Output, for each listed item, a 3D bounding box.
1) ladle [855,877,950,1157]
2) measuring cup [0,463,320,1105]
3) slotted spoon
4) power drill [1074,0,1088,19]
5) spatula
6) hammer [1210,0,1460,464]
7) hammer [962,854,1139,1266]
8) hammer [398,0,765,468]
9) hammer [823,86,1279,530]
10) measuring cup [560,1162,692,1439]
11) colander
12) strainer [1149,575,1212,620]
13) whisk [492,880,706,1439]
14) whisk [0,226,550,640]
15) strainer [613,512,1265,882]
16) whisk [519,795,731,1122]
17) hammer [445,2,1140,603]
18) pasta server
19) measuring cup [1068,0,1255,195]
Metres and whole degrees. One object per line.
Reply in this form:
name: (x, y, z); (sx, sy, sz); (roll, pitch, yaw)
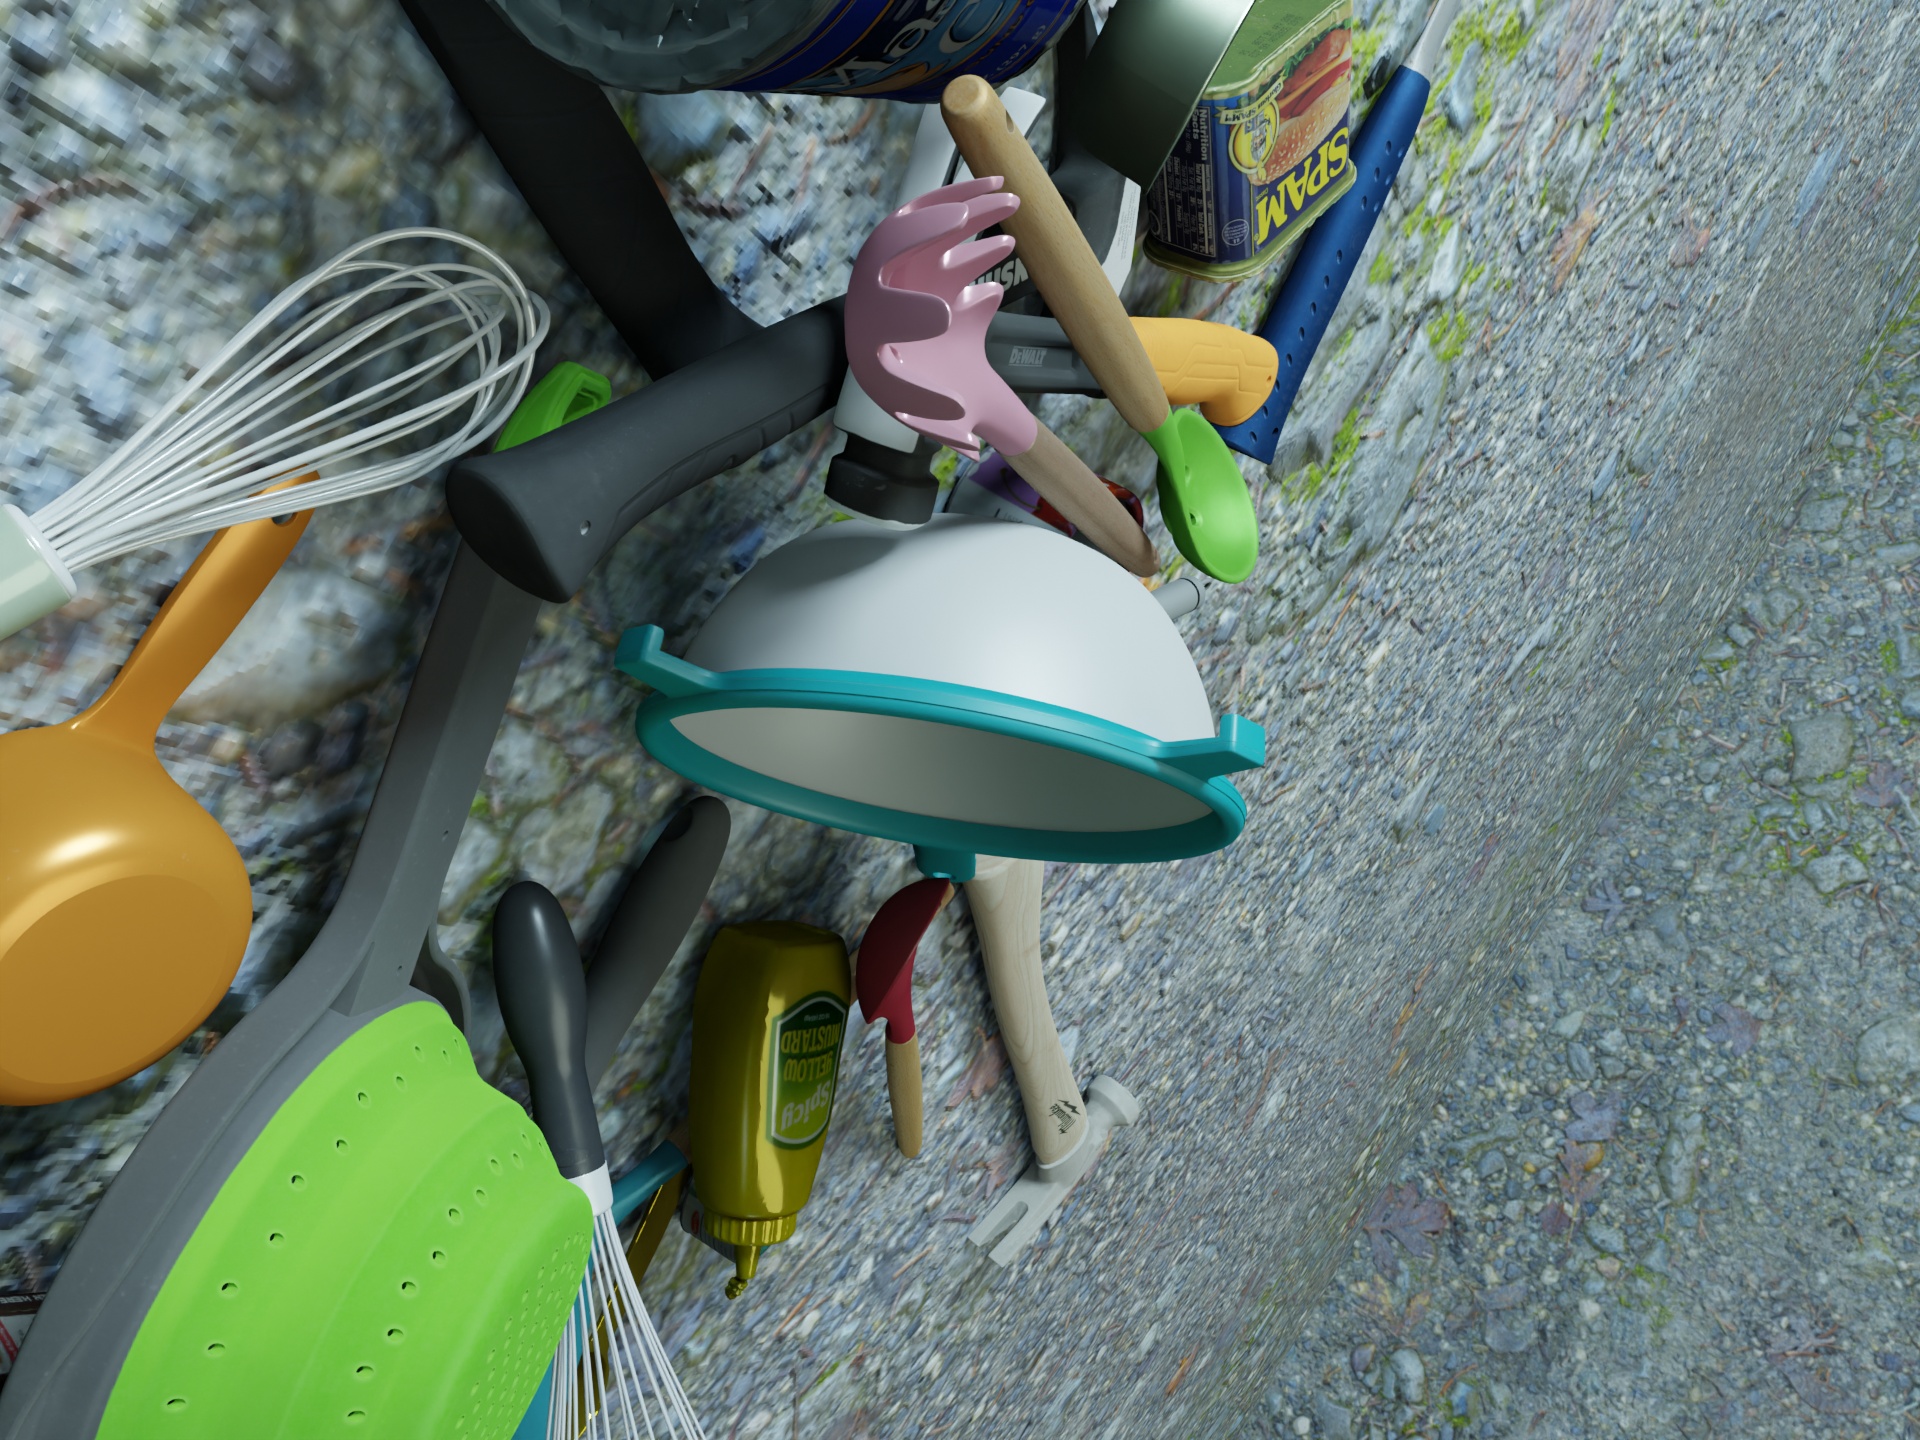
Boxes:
ladle: (-0.027, 0.161, 0.783); (0.069, 0.031, 0.315); (-59, 164, -29)
measuring cup: (-0.200, 0.017, 0.396); (0.173, 0.052, 0.095); (-56, 151, -2)
slotted spoon: (0.054, -0.113, 0.517); (0.313, 0.031, 0.070); (33, 49, -66)
power drill: (0.038, -0.324, 0.427); (0.164, 0.084, 0.226); (-51, 154, -14)
spatula: (-0.101, 0.178, 0.707); (0.317, 0.044, 0.082); (-43, 122, -29)
hammer: (0.216, -0.316, 0.749); (0.144, 0.035, 0.405); (4, 113, -58)
hammer: (0.036, 0.194, 0.942); (0.146, 0.038, 0.410); (-44, 147, -22)
hammer: (-0.128, -0.183, 0.343); (0.149, 0.036, 0.408); (-51, 150, -12)
hammer: (0.060, -0.142, 0.590); (0.337, 0.034, 0.127); (-19, 131, -62)
measuring cup: (-0.163, 0.254, 0.711); (0.156, 0.029, 0.062); (-65, 154, -15)
colander: (-0.144, 0.098, 0.459); (0.204, 0.094, 0.397); (-22, 133, -82)
strainer: (0.060, -0.037, 0.765); (0.258, 0.050, 0.086); (-26, 153, -49)
whisk: (-0.127, 0.196, 0.558); (0.070, 0.070, 0.284); (-13, 95, -52)
whisk: (-0.198, -0.041, 0.355); (0.246, 0.059, 0.057); (-38, 138, -25)
strainer: (-0.001, -0.002, 0.622); (0.340, 0.211, 0.095); (89, 10, -76)
whisk: (-0.147, 0.135, 0.595); (0.239, 0.055, 0.055); (-62, 151, -3)
hammer: (-0.028, -0.126, 0.495); (0.335, 0.035, 0.146); (-42, 147, -46)
pasta server: (0.031, -0.081, 0.490); (0.316, 0.040, 0.060); (20, 78, -70)
measuring cup: (0.074, -0.235, 0.532); (0.083, 0.038, 0.168); (-58, -174, 38)
